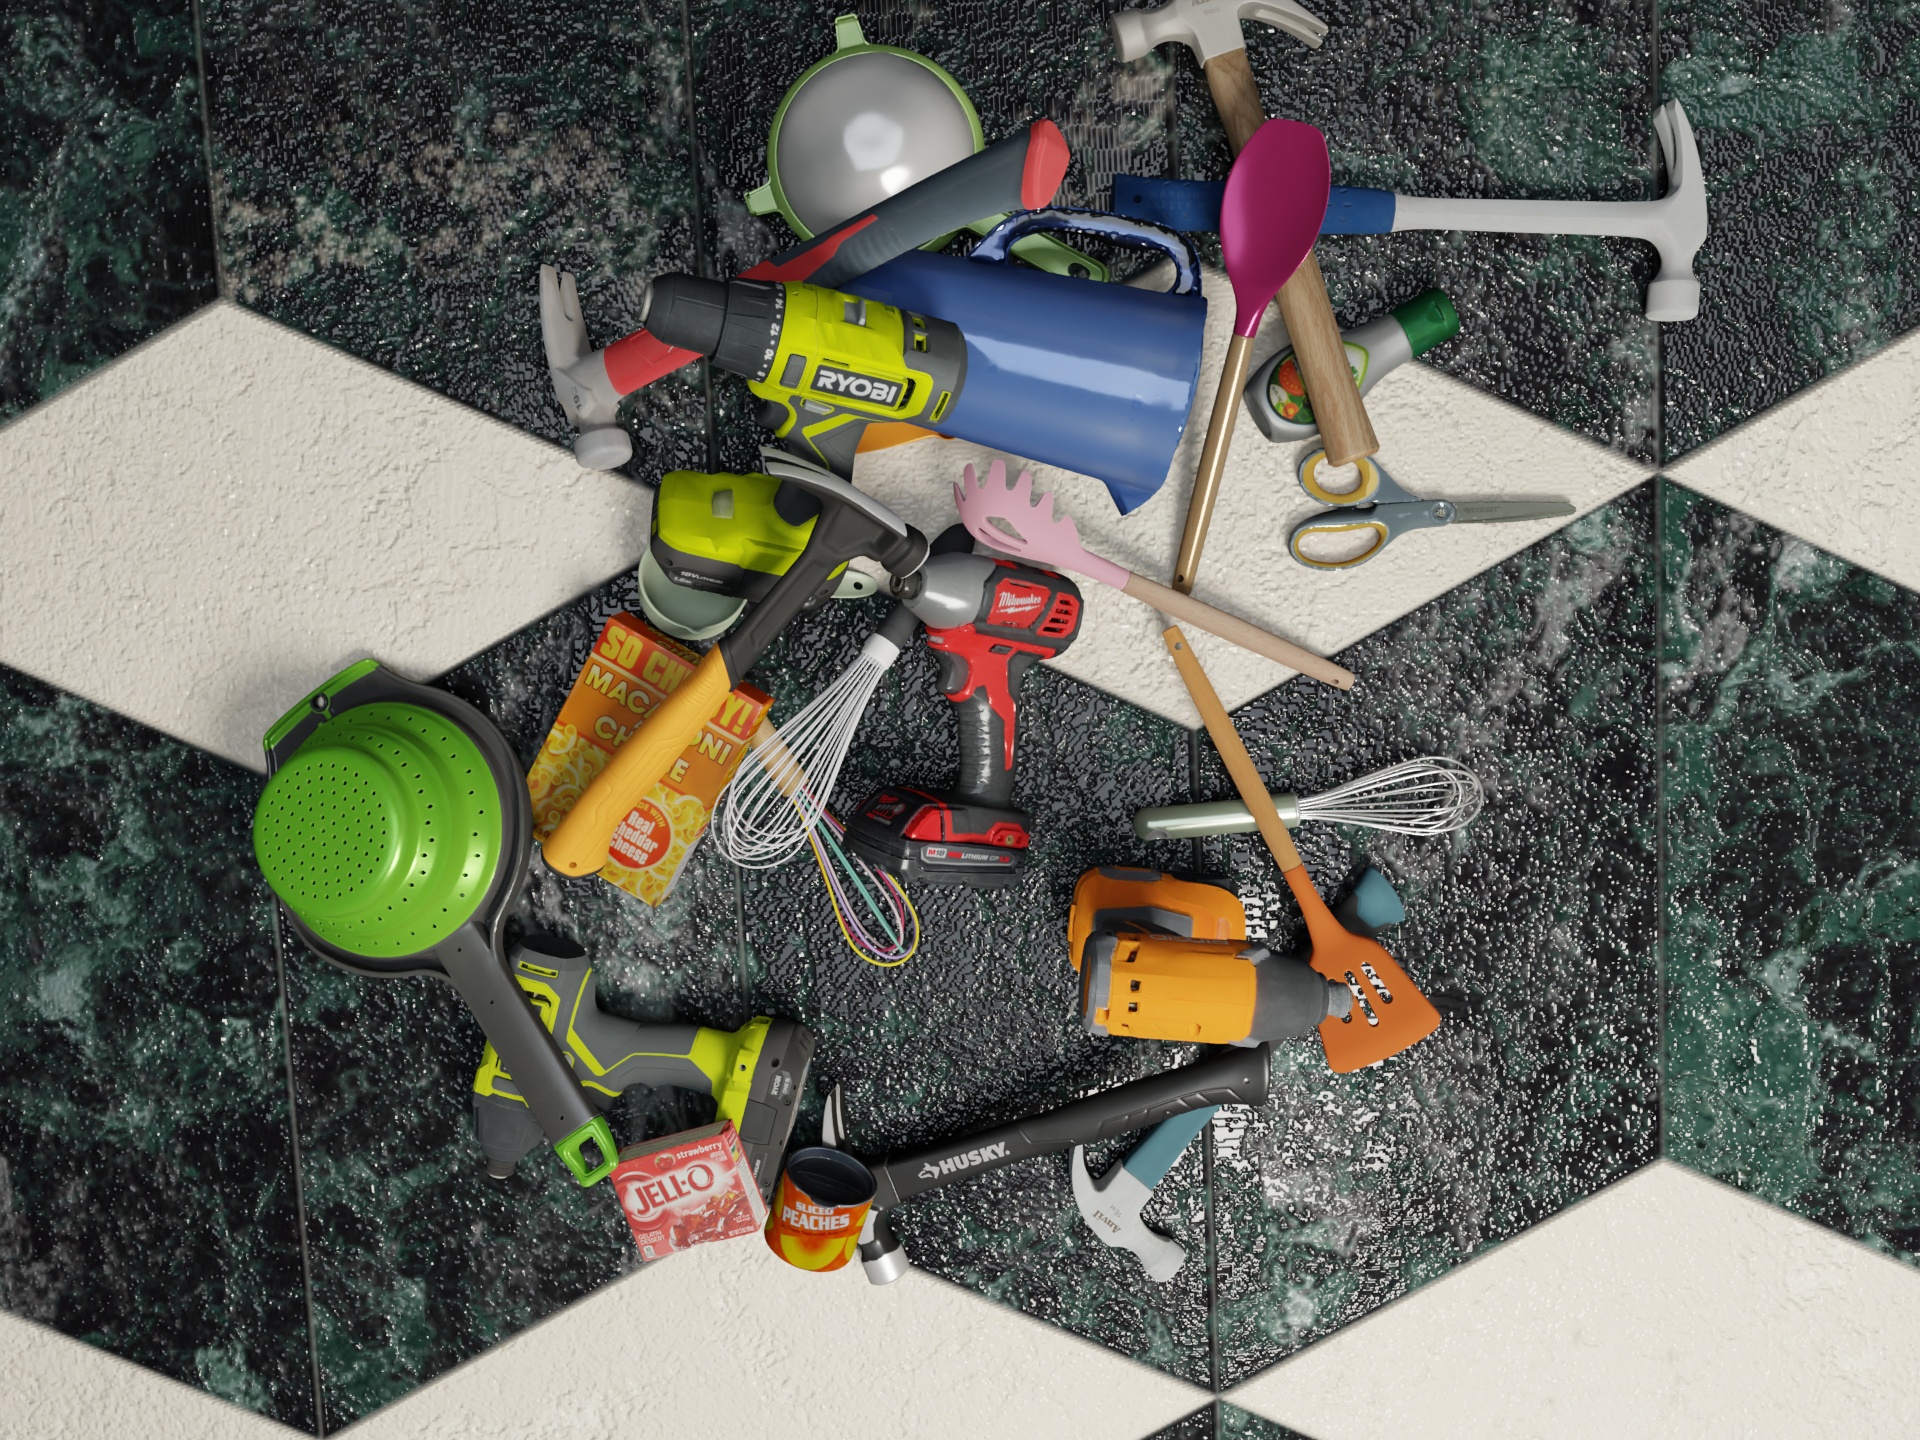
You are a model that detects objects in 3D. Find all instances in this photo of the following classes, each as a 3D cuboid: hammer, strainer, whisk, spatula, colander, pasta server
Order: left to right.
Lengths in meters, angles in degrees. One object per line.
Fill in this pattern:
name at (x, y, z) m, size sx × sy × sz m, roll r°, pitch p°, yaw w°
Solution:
colander at (-0.354, 0.140, 1.053) m, size 0.204 × 0.094 × 0.397 m, roll -36°, pitch 81°, yaw 7°
hammer at (-0.171, -0.022, 1.024) m, size 0.127 × 0.034 × 0.337 m, roll 29°, pitch 112°, yaw -37°
hammer at (-0.110, -0.291, 0.999) m, size 0.386 × 0.038 × 0.143 m, roll -19°, pitch 82°, yaw 28°
whisk at (-0.106, 0.068, 1.121) m, size 0.047 × 0.051 × 0.245 m, roll -33°, pitch 92°, yaw 8°
whisk at (-0.072, -0.021, 1.088) m, size 0.070 × 0.070 × 0.284 m, roll 36°, pitch 79°, yaw -4°
strainer at (-0.012, -0.358, 1.068) m, size 0.256 × 0.069 × 0.151 m, roll 29°, pitch 94°, yaw -1°
hammer at (0.059, 0.283, 1.115) m, size 0.335 × 0.035 × 0.146 m, roll -21°, pitch 94°, yaw 13°
pasta server at (0.137, -0.091, 1.092) m, size 0.316 × 0.060 × 0.040 m, roll 22°, pitch 54°, yaw -15°
hammer at (0.202, 0.242, 1.144) m, size 0.128 × 0.033 × 0.331 m, roll 40°, pitch 94°, yaw -5°
spatula at (0.217, 0.079, 1.087) m, size 0.081 × 0.041 × 0.322 m, roll -27°, pitch 87°, yaw 8°
hammer at (0.213, -0.330, 1.054) m, size 0.130 × 0.031 × 0.331 m, roll -19°, pitch 92°, yaw 1°
whisk at (0.245, 0.061, 1.125) m, size 0.246 × 0.057 × 0.059 m, roll -6°, pitch 61°, yaw 3°
hammer at (0.306, -0.353, 1.088) m, size 0.405 × 0.035 × 0.144 m, roll 2°, pitch 96°, yaw -1°

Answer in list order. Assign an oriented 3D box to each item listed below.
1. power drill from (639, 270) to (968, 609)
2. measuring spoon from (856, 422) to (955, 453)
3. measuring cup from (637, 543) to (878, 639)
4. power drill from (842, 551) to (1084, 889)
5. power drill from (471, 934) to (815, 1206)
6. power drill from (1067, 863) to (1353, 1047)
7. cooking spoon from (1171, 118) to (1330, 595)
power drill at (-0.121, -0.178, 0.998) m, size 0.190 × 0.228 × 0.080 m, roll 10°, pitch 52°, yaw -19°
measuring spoon at (-0.057, -0.199, 1.114) m, size 0.117 × 0.011 × 0.021 m, roll -7°, pitch 96°, yaw 4°
measuring cup at (-0.142, -0.092, 1.111) m, size 0.167 × 0.038 × 0.083 m, roll 1°, pitch 72°, yaw -18°
power drill at (-0.002, -0.003, 1.074) m, size 0.143 × 0.079 × 0.219 m, roll 9°, pitch 95°, yaw -37°
power drill at (-0.228, 0.262, 1.123) m, size 0.223 × 0.080 × 0.171 m, roll 15°, pitch 95°, yaw 2°
power drill at (0.153, 0.155, 1.037) m, size 0.164 × 0.226 × 0.084 m, roll 5°, pitch 95°, yaw -1°
cooking spoon at (0.182, -0.231, 1.056) m, size 0.069 × 0.017 × 0.318 m, roll 22°, pitch 117°, yaw 23°
